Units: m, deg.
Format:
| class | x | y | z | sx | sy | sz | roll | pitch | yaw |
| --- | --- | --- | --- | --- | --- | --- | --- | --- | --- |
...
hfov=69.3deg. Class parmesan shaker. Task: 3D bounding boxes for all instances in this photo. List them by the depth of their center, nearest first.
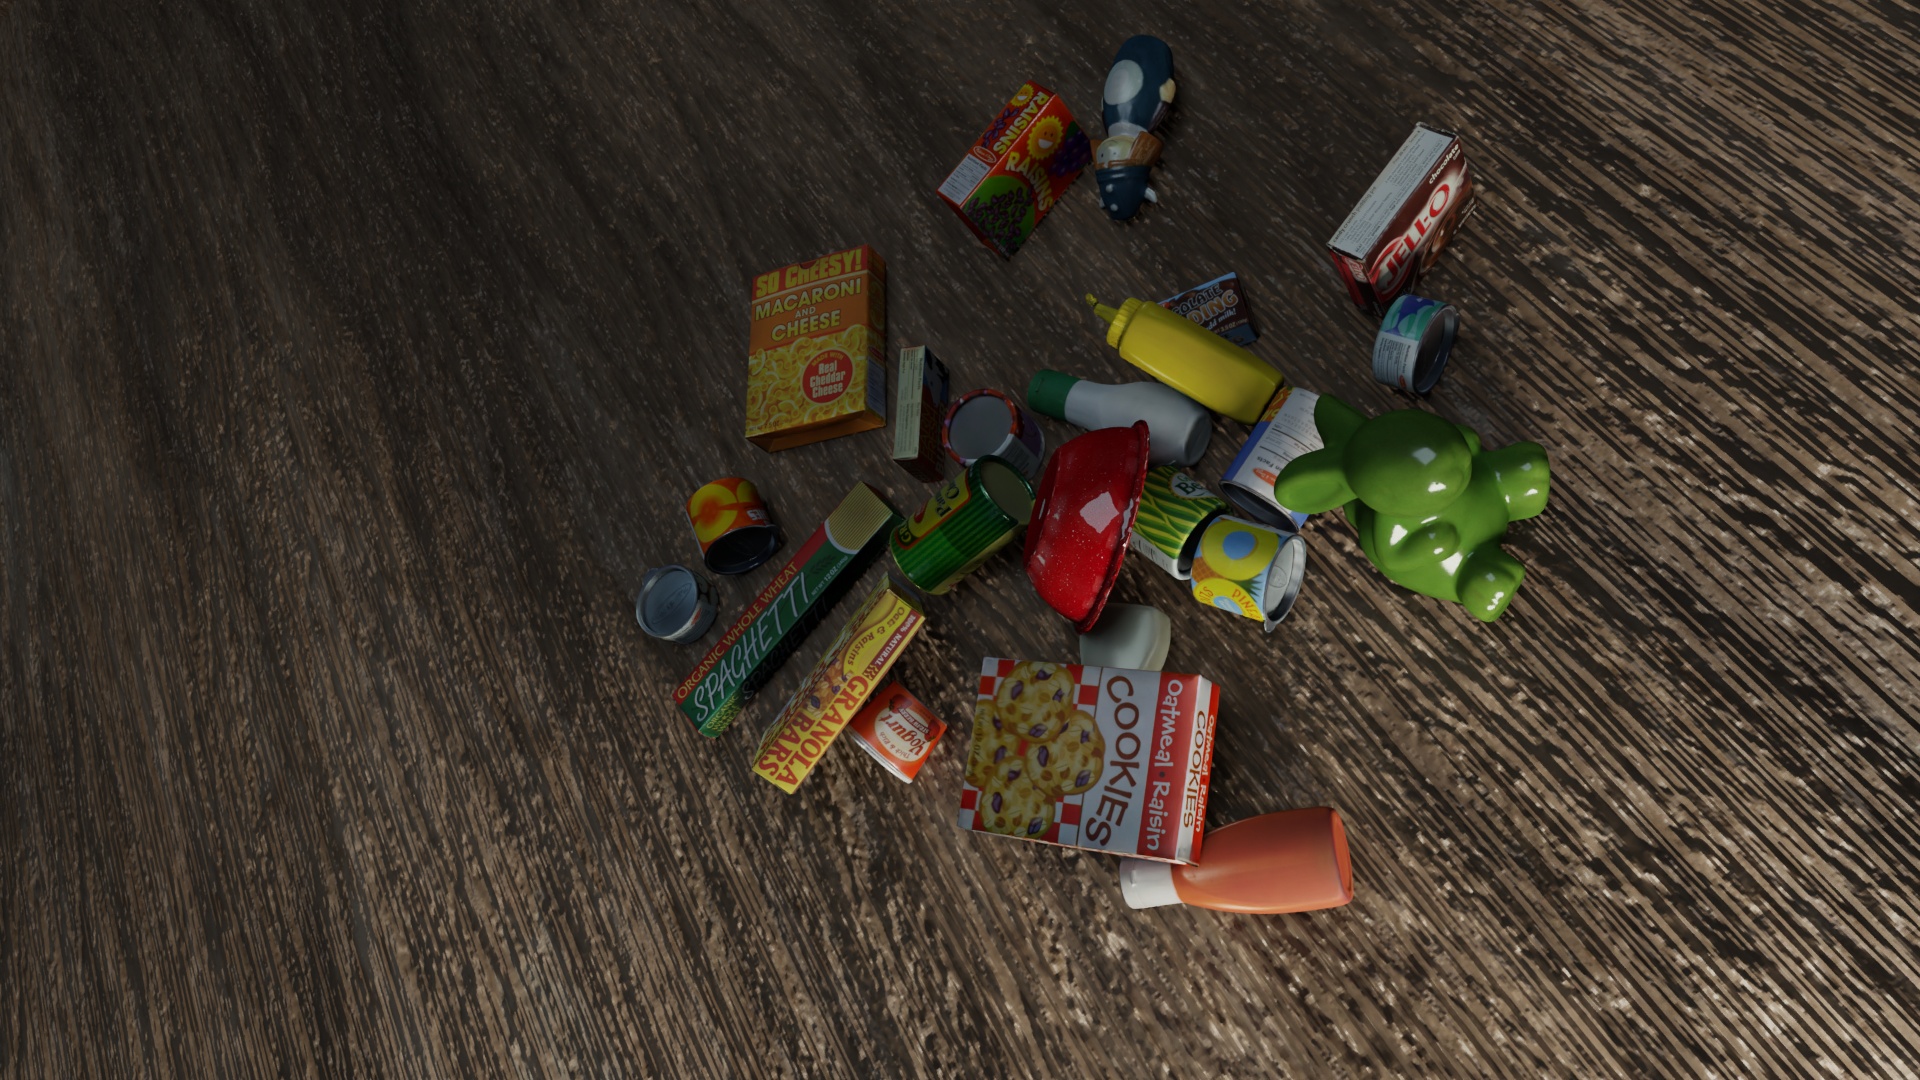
| class | x | y | z | sx | sy | sz | roll | pitch | yaw |
| --- | --- | --- | --- | --- | --- | --- | --- | --- | --- |
| parmesan shaker | 0.004 | -0.013 | 1.077 | 0.102 | 0.071 | 0.071 | -39 | 56 | 32 |

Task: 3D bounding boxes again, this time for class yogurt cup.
| class | x | y | z | sx | sy | sz | roll | pitch | yaw |
| --- | --- | --- | --- | --- | --- | --- | --- | --- | --- |
| yogurt cup | -0.047 | 0.144 | 1.061 | 0.072 | 0.072 | 0.054 | 37 | 83 | 33 |

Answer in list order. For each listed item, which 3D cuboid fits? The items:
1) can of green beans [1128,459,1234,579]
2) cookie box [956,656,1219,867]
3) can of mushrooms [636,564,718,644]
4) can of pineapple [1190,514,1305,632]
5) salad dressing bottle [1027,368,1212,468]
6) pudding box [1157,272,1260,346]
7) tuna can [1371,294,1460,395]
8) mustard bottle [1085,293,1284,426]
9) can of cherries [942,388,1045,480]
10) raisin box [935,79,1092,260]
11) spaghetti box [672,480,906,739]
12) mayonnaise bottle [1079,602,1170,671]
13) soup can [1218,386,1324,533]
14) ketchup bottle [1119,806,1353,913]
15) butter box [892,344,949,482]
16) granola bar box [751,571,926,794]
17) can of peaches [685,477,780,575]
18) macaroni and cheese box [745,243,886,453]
| class | x | y | z | sx | sy | sz | roll | pitch | yaw |
| --- | --- | --- | --- | --- | --- | --- | --- | --- | --- |
| can of green beans | 0.156 | -0.013 | 1.011 | 0.058 | 0.071 | 0.071 | 38 | 92 | 33 |
| cookie box | 0.087 | 0.149 | 0.954 | 0.167 | 0.040 | 0.123 | 2 | 74 | 31 |
| can of mushrooms | -0.249 | 0.055 | 1.219 | 0.071 | 0.033 | 0.071 | -10 | 68 | 25 |
| can of pineapple | 0.201 | 0.021 | 0.973 | 0.058 | 0.071 | 0.071 | 18 | 81 | 33 |
| salad dressing bottle | 0.121 | -0.099 | 1.077 | 0.148 | 0.044 | 0.064 | 22 | 87 | 33 |
| pudding box | 0.184 | -0.168 | 1.077 | 0.083 | 0.030 | 0.050 | -20 | 63 | 20 |
| tuna can | 0.319 | -0.139 | 0.974 | 0.033 | 0.071 | 0.071 | 24 | 84 | 34 |
| mustard bottle | 0.160 | -0.141 | 1.031 | 0.160 | 0.065 | 0.048 | 32 | 109 | 14 |
| can of cherries | 0.025 | -0.083 | 1.111 | 0.071 | 0.058 | 0.072 | -10 | 68 | 25 |
| raisin box | 0.048 | -0.311 | 1.170 | 0.123 | 0.086 | 0.040 | -50 | 52 | 3 |
| spaghetti box | -0.145 | 0.059 | 1.165 | 0.250 | 0.028 | 0.050 | -48 | 56 | 4 |
| mayonnaise bottle | 0.111 | 0.120 | 1.000 | 0.065 | 0.041 | 0.148 | 2 | 74 | 31 |
| soup can | 0.233 | -0.057 | 0.987 | 0.071 | 0.071 | 0.084 | 31 | 83 | 33 |
| ketchup bottle | 0.181 | 0.218 | 0.923 | 0.148 | 0.043 | 0.065 | -14 | 65 | 23 |
| butter box | -0.032 | -0.105 | 1.154 | 0.024 | 0.053 | 0.104 | -6 | 70 | 23 |
| granola bar box | -0.091 | 0.106 | 1.066 | 0.039 | 0.124 | 0.165 | 37 | 91 | -5 |
| can of peaches | -0.196 | -0.014 | 1.198 | 0.071 | 0.071 | 0.058 | -36 | 58 | 12 |
| macaroni and cheese box | -0.128 | -0.172 | 1.237 | 0.123 | 0.040 | 0.167 | -11 | 67 | 23 |
